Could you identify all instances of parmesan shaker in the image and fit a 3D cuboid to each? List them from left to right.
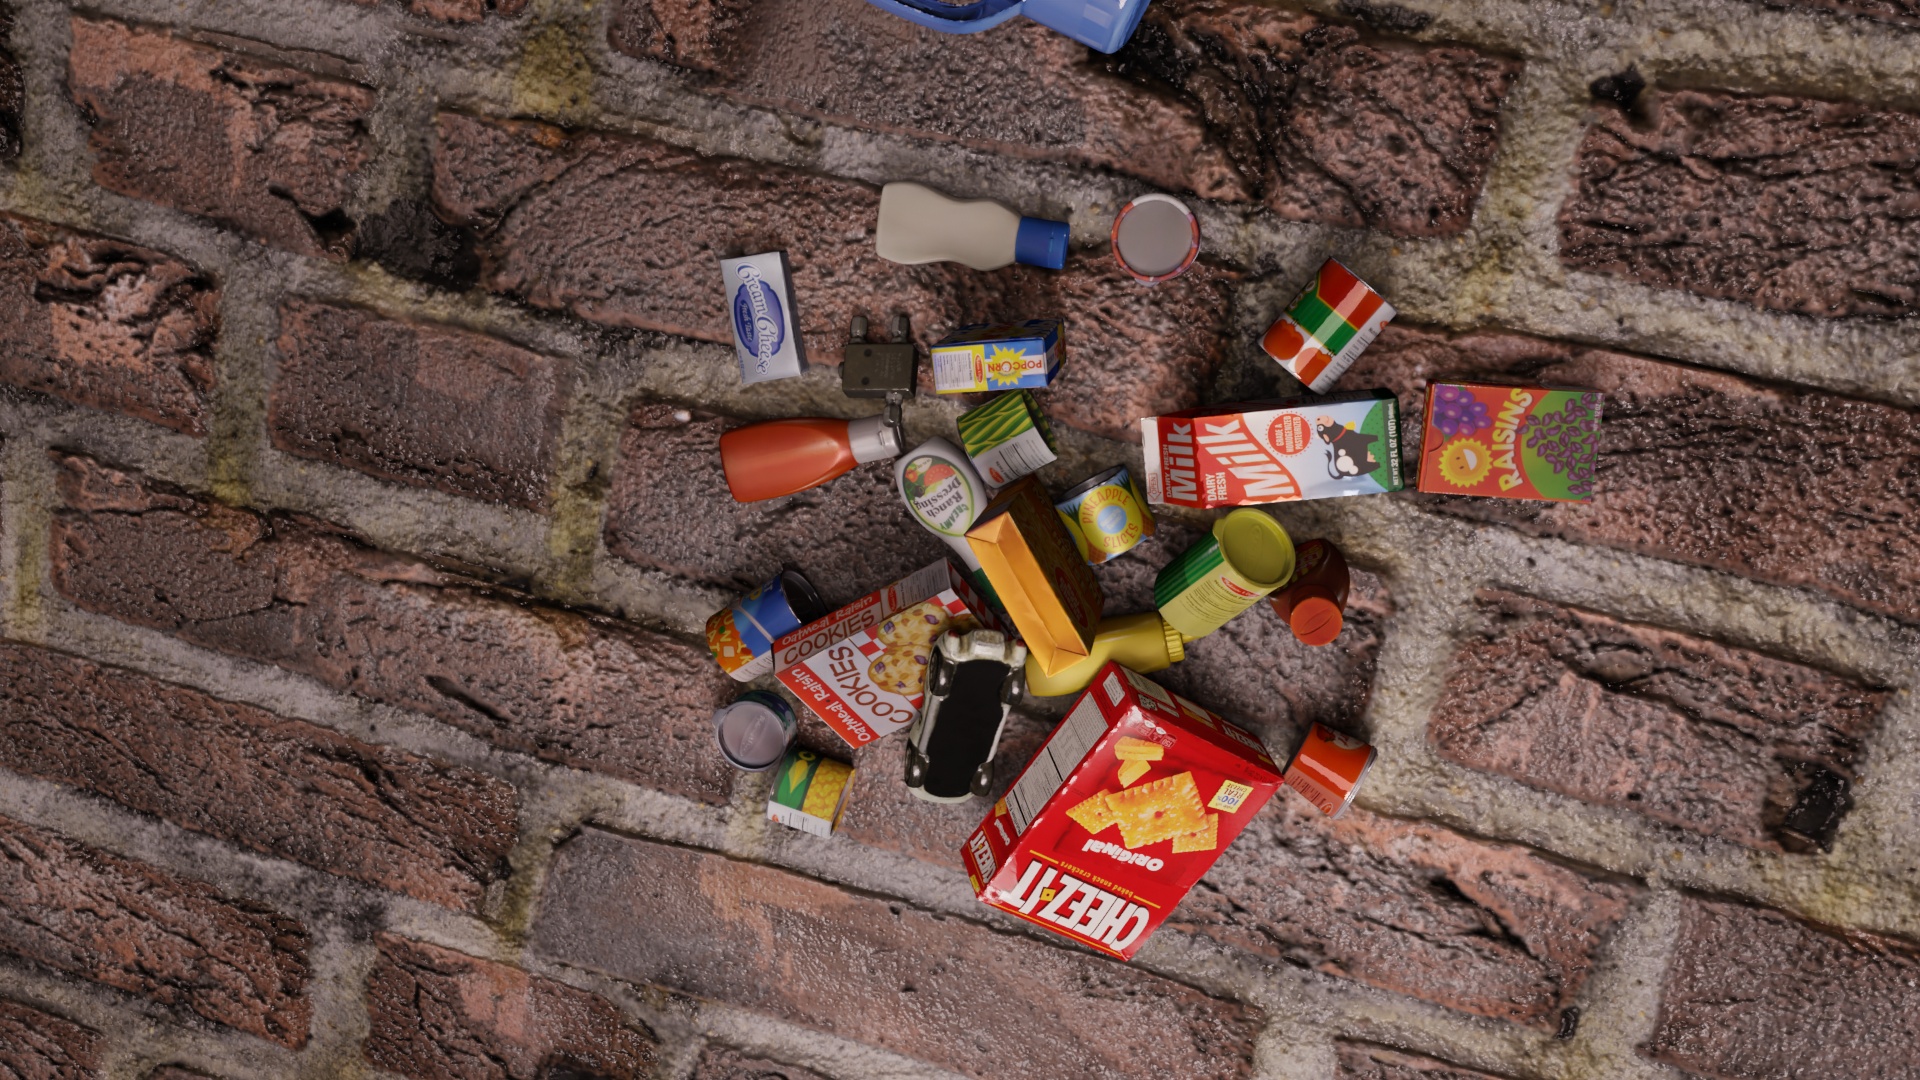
[{"bbox_3d":[0.199,0.024,1.072,0.071,0.072,0.102,42,146,0],"label":"parmesan shaker"}]

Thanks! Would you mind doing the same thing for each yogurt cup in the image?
[{"bbox_3d":[0.294,0.182,1.115,0.054,0.072,0.072,31,106,11],"label":"yogurt cup"}]

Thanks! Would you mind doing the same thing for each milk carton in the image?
[{"bbox_3d":[0.236,-0.070,1.066,0.190,0.073,0.072,-4,101,12],"label":"milk carton"}]

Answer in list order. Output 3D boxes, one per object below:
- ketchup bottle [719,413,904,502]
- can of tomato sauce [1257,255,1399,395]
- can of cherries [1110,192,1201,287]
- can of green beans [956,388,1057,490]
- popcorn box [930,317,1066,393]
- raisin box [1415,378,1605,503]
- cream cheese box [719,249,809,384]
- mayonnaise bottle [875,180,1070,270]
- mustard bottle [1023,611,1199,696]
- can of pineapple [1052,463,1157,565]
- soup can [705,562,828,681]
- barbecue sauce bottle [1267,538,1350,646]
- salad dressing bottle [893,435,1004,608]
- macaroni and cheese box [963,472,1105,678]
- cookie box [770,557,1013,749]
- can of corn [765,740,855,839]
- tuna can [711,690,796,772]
[{"bbox_3d":[-0.122,-0.074,1.148,0.149,0.044,0.064,-10,100,13],"label":"ketchup bottle"},{"bbox_3d":[0.274,-0.162,1.044,0.071,0.071,0.083,40,107,0],"label":"can of tomato sauce"},{"bbox_3d":[0.149,-0.227,1.056,0.071,0.058,0.071,2,102,10],"label":"can of cherries"},{"bbox_3d":[0.037,-0.082,1.105,0.058,0.071,0.071,-27,96,14],"label":"can of green beans"},{"bbox_3d":[0.032,-0.142,1.062,0.085,0.127,0.038,-4,105,12],"label":"popcorn box"},{"bbox_3d":[0.413,-0.076,1.049,0.123,0.040,0.086,5,104,10],"label":"raisin box"},{"bbox_3d":[-0.161,-0.184,1.143,0.053,0.024,0.103,-7,101,11],"label":"cream cheese box"},{"bbox_3d":[0.010,-0.242,1.090,0.148,0.041,0.064,10,105,7],"label":"mayonnaise bottle"},{"bbox_3d":[0.130,0.088,1.127,0.160,0.065,0.048,-12,103,8],"label":"mustard bottle"},{"bbox_3d":[0.115,-0.020,1.102,0.071,0.071,0.058,-28,97,15],"label":"can of pineapple"},{"bbox_3d":[-0.165,0.070,1.177,0.083,0.071,0.071,-31,95,16],"label":"soup can"},{"bbox_3d":[0.264,0.041,1.045,0.064,0.149,0.043,-39,94,16],"label":"barbecue sauce bottle"},{"bbox_3d":[0.004,-0.014,1.137,0.064,0.044,0.147,-33,94,17],"label":"salad dressing bottle"},{"bbox_3d":[0.063,0.022,1.070,0.040,0.167,0.123,-28,96,15],"label":"macaroni and cheese box"},{"bbox_3d":[-0.052,0.096,1.144,0.167,0.040,0.122,-26,131,15],"label":"cookie box"},{"bbox_3d":[-0.128,0.216,1.202,0.058,0.071,0.071,18,105,6],"label":"can of corn"},{"bbox_3d":[-0.181,0.165,1.217,0.071,0.033,0.071,2,102,10],"label":"tuna can"}]
